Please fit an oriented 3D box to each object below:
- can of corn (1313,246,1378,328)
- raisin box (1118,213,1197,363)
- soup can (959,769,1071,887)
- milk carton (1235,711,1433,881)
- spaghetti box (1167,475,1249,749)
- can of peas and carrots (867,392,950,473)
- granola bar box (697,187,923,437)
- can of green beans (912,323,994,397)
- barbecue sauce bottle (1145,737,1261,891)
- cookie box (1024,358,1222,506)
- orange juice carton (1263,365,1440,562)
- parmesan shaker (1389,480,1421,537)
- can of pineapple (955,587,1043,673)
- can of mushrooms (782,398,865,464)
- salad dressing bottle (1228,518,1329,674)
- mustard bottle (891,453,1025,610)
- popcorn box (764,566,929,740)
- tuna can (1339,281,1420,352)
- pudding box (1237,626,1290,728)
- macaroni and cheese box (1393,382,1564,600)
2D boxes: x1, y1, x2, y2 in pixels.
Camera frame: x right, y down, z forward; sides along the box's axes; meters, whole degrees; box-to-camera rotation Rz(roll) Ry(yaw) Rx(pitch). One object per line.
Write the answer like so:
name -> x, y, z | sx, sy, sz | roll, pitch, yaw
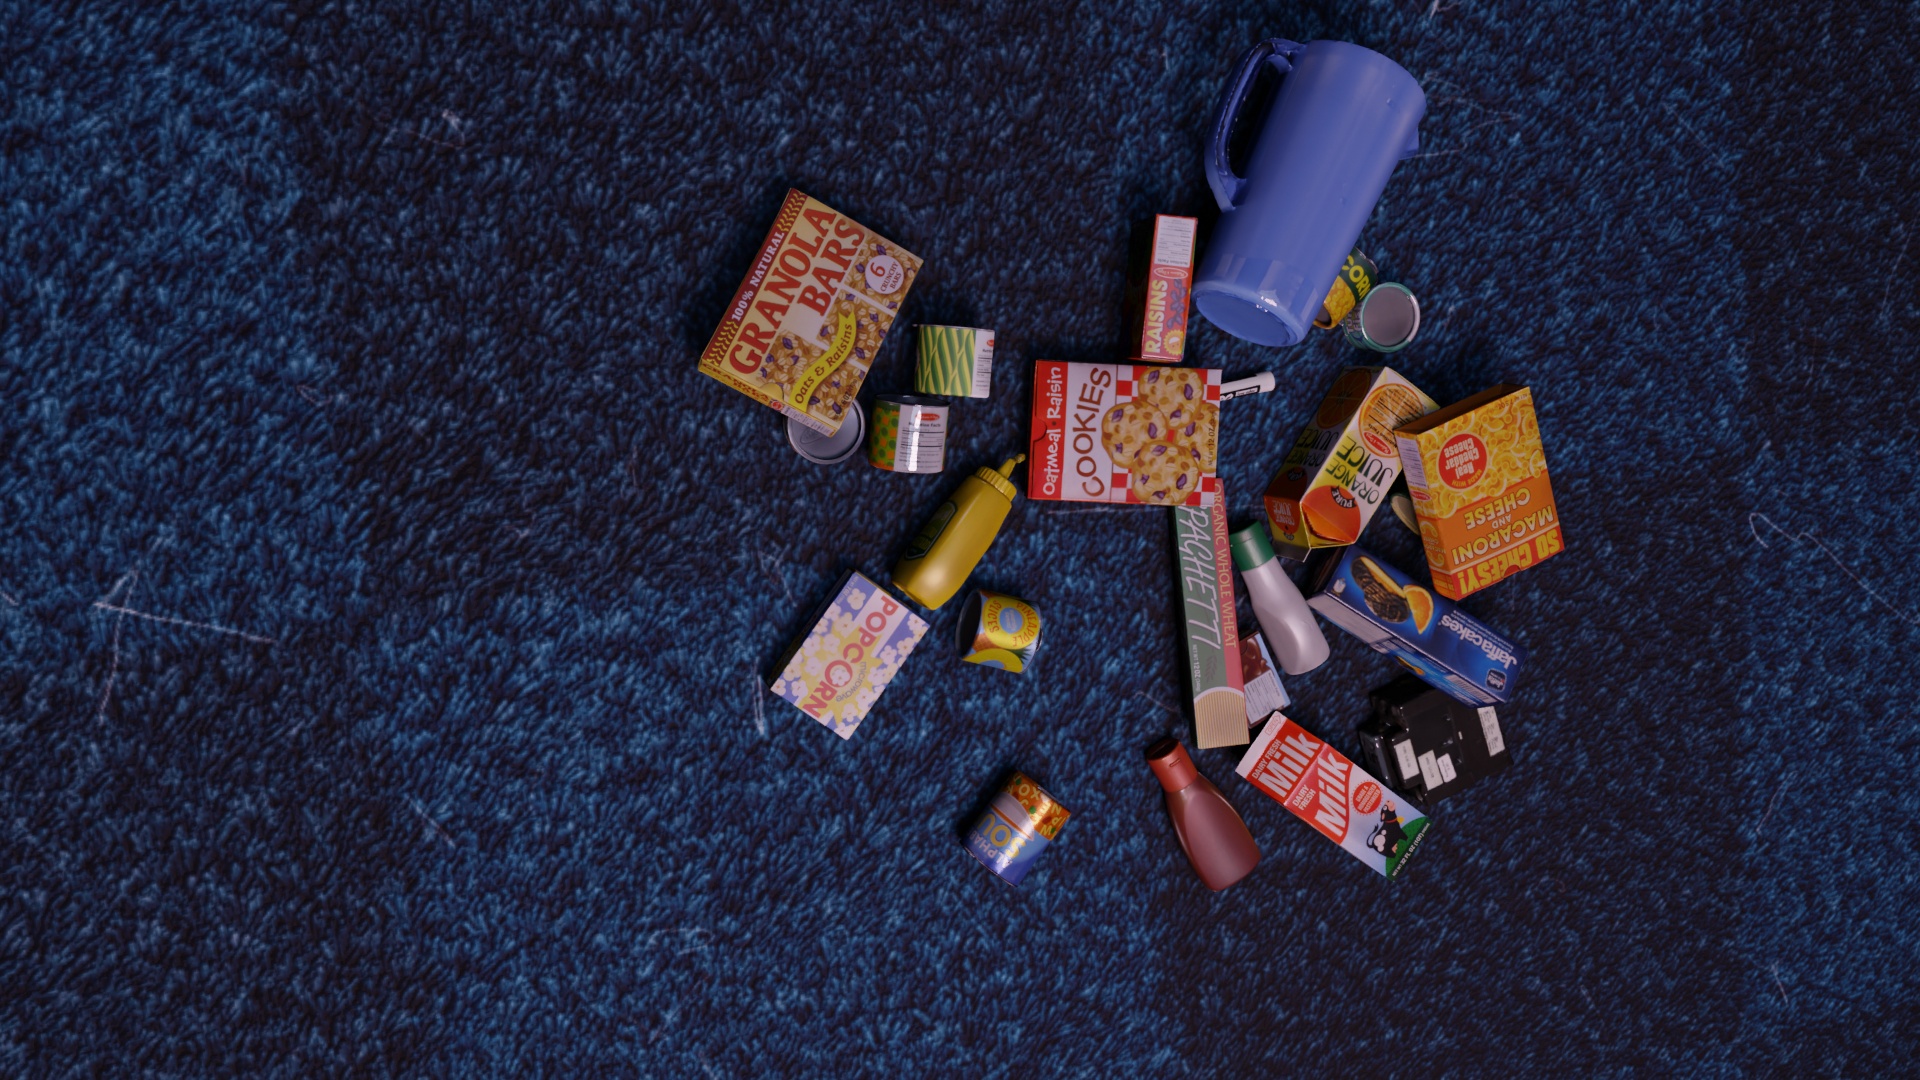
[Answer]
can of corn -> 0.336, -0.235, 1.266 | 0.058, 0.071, 0.071 | -46, 106, -4
raisin box -> 0.172, -0.218, 1.214 | 0.040, 0.086, 0.123 | 5, 96, -9
soup can -> 0.048, 0.258, 1.251 | 0.071, 0.071, 0.084 | 39, 86, -17
milk carton -> 0.351, 0.240, 1.331 | 0.190, 0.073, 0.072 | 35, 88, -17
spaghetti box -> 0.226, 0.065, 1.275 | 0.050, 0.028, 0.250 | -6, 90, -6
can of peas and carrots -> -0.045, -0.092, 1.181 | 0.071, 0.071, 0.058 | 3, 103, -16
granola bar box -> -0.122, -0.186, 1.139 | 0.124, 0.039, 0.166 | 27, 78, -11
can of green beans -> -0.006, -0.153, 1.183 | 0.071, 0.071, 0.057 | 3, 98, -16
barbecue sauce bottle -> 0.225, 0.256, 1.314 | 0.065, 0.044, 0.148 | -33, 104, -9
cookie box -> 0.143, -0.094, 1.229 | 0.168, 0.040, 0.123 | 2, 92, -6
orange juice carton -> 0.352, -0.065, 1.292 | 0.073, 0.072, 0.192 | 33, 87, -17
parmesan shaker -> 0.473, -0.053, 1.329 | 0.103, 0.071, 0.071 | -42, 106, -7
can of pineapple -> 0.034, 0.079, 1.224 | 0.058, 0.071, 0.071 | 14, 94, -17
can of mushrooms -> -0.117, -0.101, 1.176 | 0.071, 0.033, 0.071 | -2, 98, -15
salad dressing bottle -> 0.293, 0.052, 1.298 | 0.044, 0.064, 0.147 | -29, 98, -13
mustard bottle -> 0.004, -0.015, 1.209 | 0.048, 0.065, 0.160 | 40, 80, -22
popcorn box -> -0.098, 0.097, 1.205 | 0.085, 0.038, 0.127 | 37, 87, -17
tuna can -> 0.393, -0.210, 1.304 | 0.071, 0.033, 0.071 | -2, 98, -16
pudding box -> 0.273, 0.129, 1.317 | 0.050, 0.030, 0.083 | -29, 104, -9
macaroni and cheese box -> 0.478, -0.045, 1.275 | 0.124, 0.040, 0.166 | -23, 106, -12
